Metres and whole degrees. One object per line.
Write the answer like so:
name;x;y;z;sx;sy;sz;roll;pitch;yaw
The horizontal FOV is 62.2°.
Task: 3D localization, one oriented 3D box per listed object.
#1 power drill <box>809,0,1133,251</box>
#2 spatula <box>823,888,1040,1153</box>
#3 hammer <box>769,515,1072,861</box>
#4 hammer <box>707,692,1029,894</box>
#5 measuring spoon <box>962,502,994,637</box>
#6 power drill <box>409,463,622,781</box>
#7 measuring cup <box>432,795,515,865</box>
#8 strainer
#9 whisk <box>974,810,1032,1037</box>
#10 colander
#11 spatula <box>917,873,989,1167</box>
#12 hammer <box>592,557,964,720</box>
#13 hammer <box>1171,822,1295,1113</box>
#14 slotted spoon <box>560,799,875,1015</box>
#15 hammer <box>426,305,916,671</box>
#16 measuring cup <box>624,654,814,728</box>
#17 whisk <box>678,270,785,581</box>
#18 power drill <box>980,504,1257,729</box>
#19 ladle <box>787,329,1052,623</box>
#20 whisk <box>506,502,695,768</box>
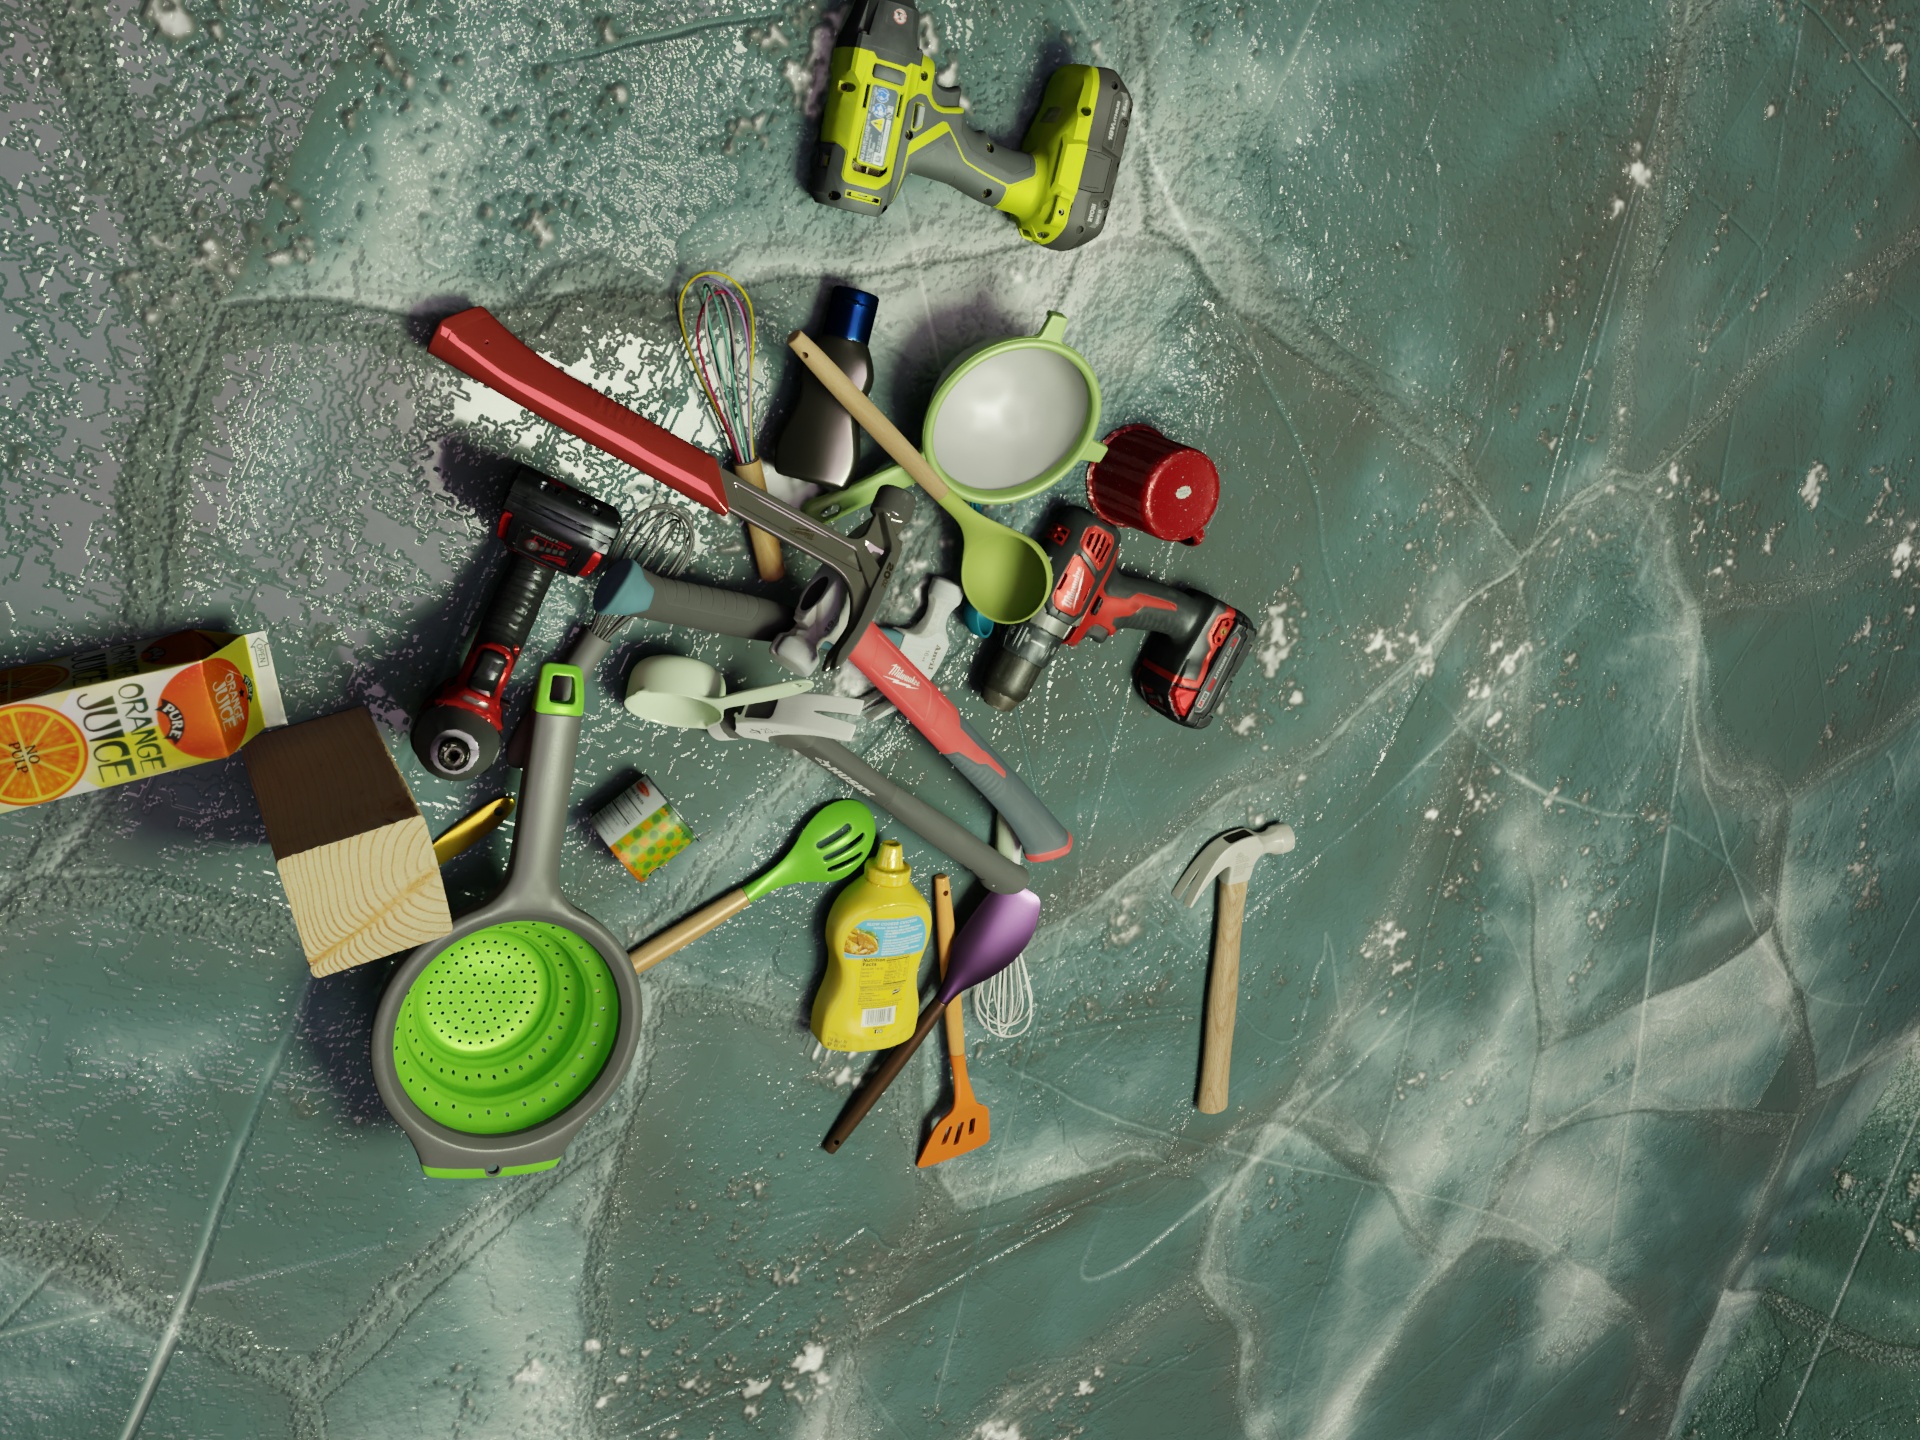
power drill;0.009;-0.448;1.183;0.223;0.080;0.171;5;107;-28
spatula;-0.030;0.280;1.473;0.059;0.018;0.316;35;99;-11
hammer;-0.002;-0.004;1.334;0.143;0.038;0.385;-56;133;-14
hammer;-0.049;0.067;1.333;0.334;0.146;0.035;38;60;-39
measuring spoon;0.009;-0.133;1.349;0.042;0.021;0.128;-39;127;-63
power drill;-0.318;-0.062;1.111;0.078;0.143;0.219;25;95;-18
measuring cup;-0.400;0.111;1.204;0.156;0.029;0.062;-38;124;-10
strainer;-0.015;-0.230;1.275;0.256;0.069;0.151;-25;137;1
whisk;0.043;0.184;1.484;0.058;0.059;0.246;-33;129;-62
colander;-0.344;0.146;1.220;0.204;0.095;0.397;6;98;-32
spatula;-0.010;0.290;1.512;0.081;0.041;0.322;-14;112;-24
hammer;-0.136;-0.076;1.242;0.330;0.033;0.128;10;105;-45
hammer;0.274;0.267;1.660;0.130;0.031;0.331;-10;115;-27
slotted spoon;-0.203;0.163;1.344;0.314;0.031;0.070;-31;120;-14
hammer;-0.208;-0.176;1.131;0.358;0.037;0.149;28;77;-20
measuring cup;-0.180;-0.030;1.206;0.083;0.167;0.038;35;53;-53
whisk;-0.163;-0.217;1.199;0.047;0.051;0.244;-26;124;-25
power drill;0.134;-0.067;1.415;0.226;0.080;0.188;24;97;-32
ladle;-0.030;-0.182;1.224;0.078;0.062;0.319;-20;139;28
whisk;-0.274;-0.063;1.196;0.055;0.055;0.239;30;97;-35
